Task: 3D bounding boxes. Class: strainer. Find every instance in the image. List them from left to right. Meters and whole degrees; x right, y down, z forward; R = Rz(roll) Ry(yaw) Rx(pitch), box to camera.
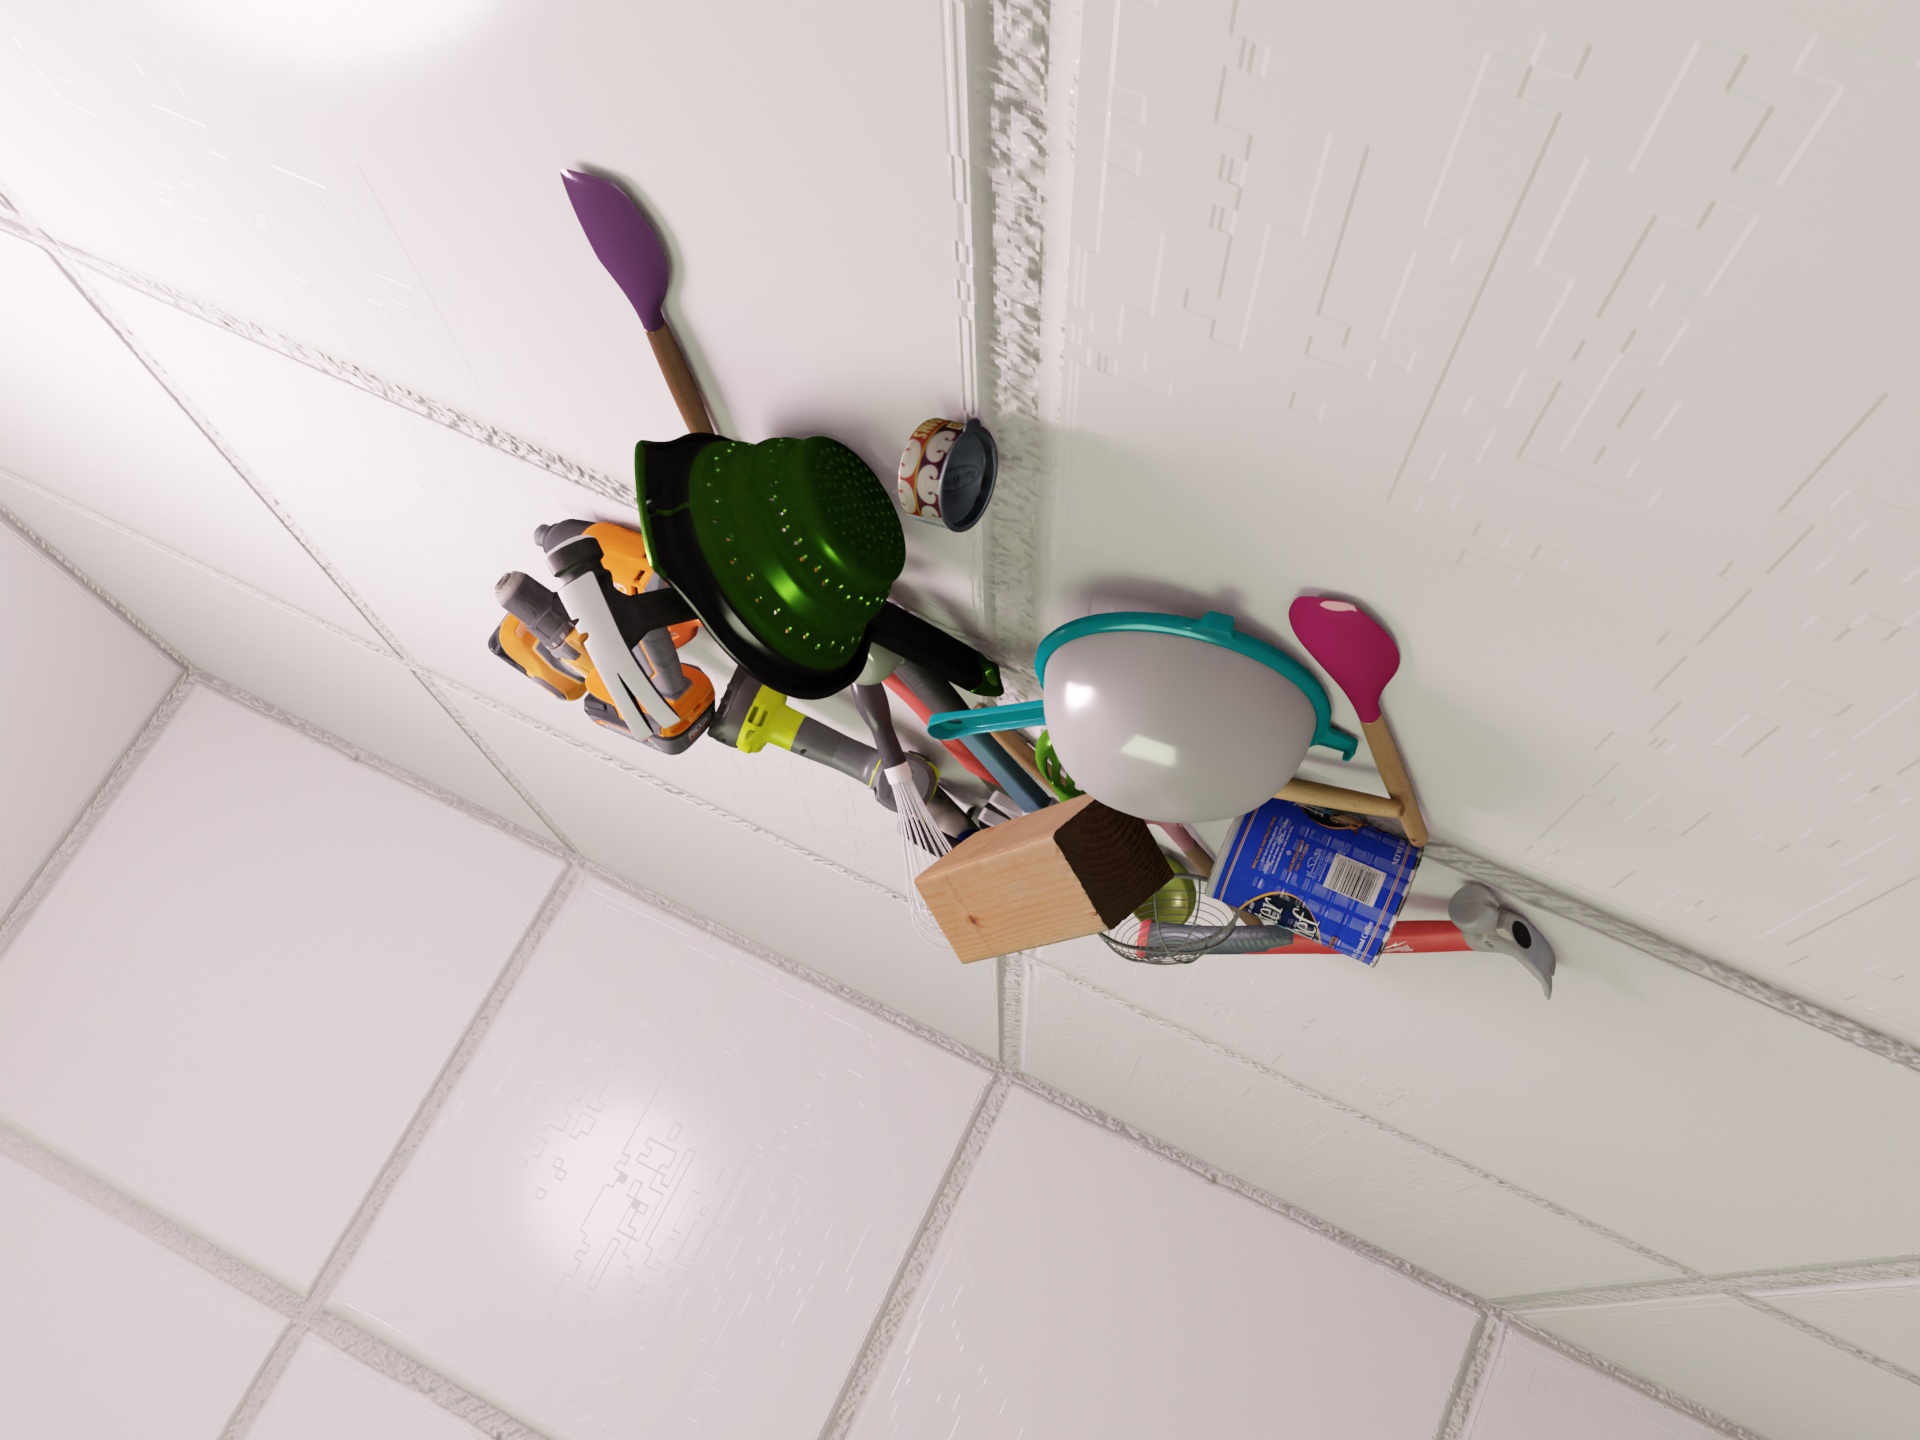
[{"bbox_3d":[0.097,0.022,1.150,0.340,0.095,0.210,-7,148,41],"label":"strainer"}]

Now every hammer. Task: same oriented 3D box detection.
[{"bbox_3d":[-0.153,-0.081,1.098,0.034,0.337,0.127,-26,91,25],"label":"hammer"},{"bbox_3d":[-0.002,-0.004,1.332,0.128,0.033,0.330,-10,129,51],"label":"hammer"},{"bbox_3d":[0.017,0.033,1.480,0.149,0.037,0.358,14,157,35],"label":"hammer"},{"bbox_3d":[0.319,0.199,1.399,0.386,0.038,0.143,-9,141,45],"label":"hammer"}]

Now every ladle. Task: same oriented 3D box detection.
[{"bbox_3d":[0.113,0.093,1.478,0.078,0.062,0.319,-13,135,46],"label":"ladle"},{"bbox_3d":[0.195,0.040,1.226,0.316,0.031,0.069,11,-169,41],"label":"ladle"}]

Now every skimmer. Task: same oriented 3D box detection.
[{"bbox_3d":[0.085,0.131,1.453,0.364,0.090,0.127,23,162,42],"label":"skimmer"}]

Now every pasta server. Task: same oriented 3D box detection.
[{"bbox_3d":[0.217,0.132,1.463,0.060,0.040,0.315,1,150,35],"label":"pasta server"}]

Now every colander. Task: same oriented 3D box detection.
[{"bbox_3d":[-0.056,-0.101,1.138,0.094,0.205,0.396,-28,149,27],"label":"colander"}]

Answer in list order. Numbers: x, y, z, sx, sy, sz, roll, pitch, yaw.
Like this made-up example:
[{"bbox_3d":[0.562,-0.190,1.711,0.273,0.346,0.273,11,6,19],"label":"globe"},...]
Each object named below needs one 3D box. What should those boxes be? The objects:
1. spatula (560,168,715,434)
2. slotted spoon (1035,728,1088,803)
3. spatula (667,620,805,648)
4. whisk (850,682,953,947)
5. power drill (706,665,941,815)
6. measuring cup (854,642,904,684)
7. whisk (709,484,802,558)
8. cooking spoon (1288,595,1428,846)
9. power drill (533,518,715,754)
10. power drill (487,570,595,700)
[{"bbox_3d":[-0.196,-0.249,1.063,0.060,0.018,0.315,22,160,15],"label":"spatula"},{"bbox_3d":[0.104,0.111,1.459,0.070,0.031,0.313,21,147,21],"label":"slotted spoon"},{"bbox_3d":[-0.212,-0.078,1.500,0.323,0.041,0.080,9,153,41],"label":"spatula"},{"bbox_3d":[-0.046,0.078,1.460,0.070,0.070,0.284,-9,103,60],"label":"whisk"},{"bbox_3d":[-0.128,0.027,1.580,0.223,0.080,0.171,25,180,1],"label":"power drill"},{"bbox_3d":[-0.108,-0.050,1.292,0.083,0.038,0.167,44,146,-17],"label":"measuring cup"},{"bbox_3d":[-0.143,-0.135,1.249,0.055,0.055,0.238,20,164,22],"label":"whisk"},{"bbox_3d":[0.282,0.009,1.077,0.069,0.017,0.318,13,156,34],"label":"cooking spoon"},{"bbox_3d":[-0.314,-0.087,1.485,0.164,0.084,0.226,21,139,21],"label":"power drill"},{"bbox_3d":[-0.430,-0.089,1.681,0.185,0.084,0.226,39,164,-26],"label":"power drill"}]
